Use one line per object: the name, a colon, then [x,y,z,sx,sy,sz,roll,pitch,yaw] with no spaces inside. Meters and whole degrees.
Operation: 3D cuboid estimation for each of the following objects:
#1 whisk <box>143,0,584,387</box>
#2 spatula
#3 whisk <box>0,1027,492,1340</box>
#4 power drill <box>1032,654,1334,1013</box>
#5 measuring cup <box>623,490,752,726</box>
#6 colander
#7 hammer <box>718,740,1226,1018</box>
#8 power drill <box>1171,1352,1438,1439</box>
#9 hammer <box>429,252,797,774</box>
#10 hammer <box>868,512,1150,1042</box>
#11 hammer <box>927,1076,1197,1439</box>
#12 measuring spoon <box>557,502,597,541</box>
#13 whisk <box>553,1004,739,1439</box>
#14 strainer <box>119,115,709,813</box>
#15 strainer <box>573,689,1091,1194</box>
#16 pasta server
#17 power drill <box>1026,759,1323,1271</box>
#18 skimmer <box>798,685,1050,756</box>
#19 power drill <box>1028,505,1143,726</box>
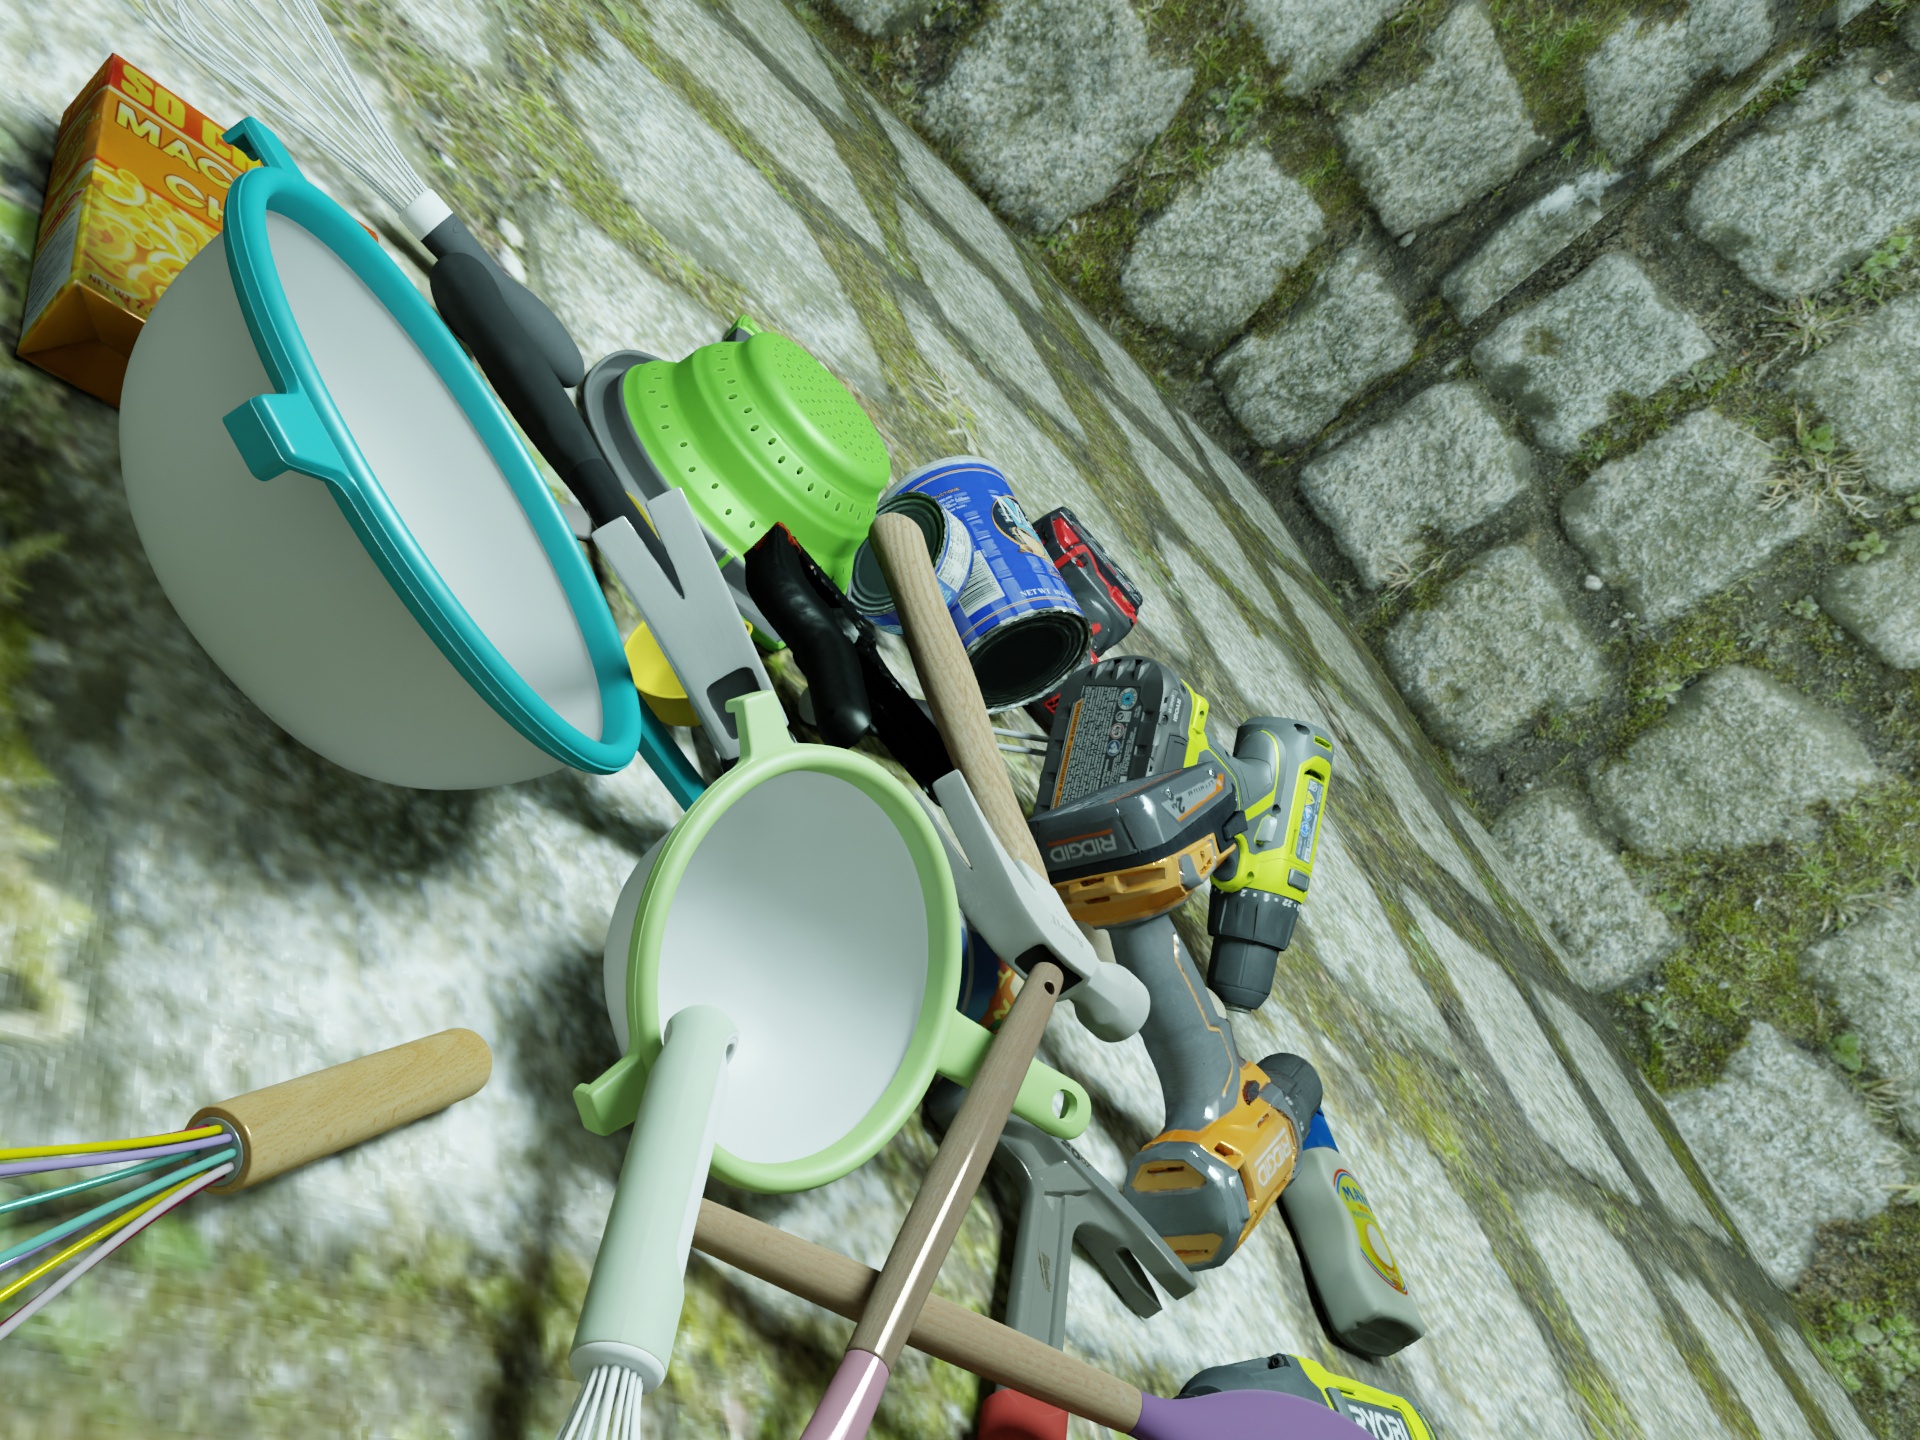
whisk: [-0.289,-0.277,0.788,0.284,0.070,0.070,48,19,-21]
spatula: [0.036,0.221,0.535,0.315,0.018,0.060,28,37,-13]
whisk: [-0.185,0.106,0.357,0.245,0.051,0.047,-3,78,-72]
power drill: [0.146,0.071,0.981,0.228,0.080,0.191,25,74,-45]
measuring cup: [-0.139,-0.055,0.737,0.029,0.062,0.157,82,-18,-47]
colander: [-0.112,-0.195,0.971,0.204,0.094,0.397,42,21,-26]
hammer: [0.023,0.089,0.845,0.410,0.038,0.146,35,17,-44]
power drill: [0.149,0.349,0.576,0.171,0.080,0.223,33,30,-42]
hammer: [-0.165,-0.113,0.681,0.335,0.035,0.146,52,-13,37]
hammer: [-0.001,-0.002,0.757,0.129,0.031,0.332,44,17,-38]
hammer: [0.025,0.265,0.541,0.149,0.036,0.359,48,19,-11]
measuring spoon: [-0.189,-0.100,0.742,0.034,0.018,0.124,56,19,14]
whisk: [-0.086,0.168,0.392,0.059,0.057,0.247,11,39,-3]
strainer: [-0.174,-0.019,0.552,0.340,0.095,0.211,62,1,-46]
strainer: [-0.042,0.108,0.593,0.256,0.069,0.151,39,61,-43]
pasta server: [-0.014,0.176,0.495,0.060,0.040,0.316,47,36,-10]
power drill: [0.124,0.140,0.819,0.185,0.084,0.226,-16,90,-59]
skimmer: [0.023,0.031,0.972,0.363,0.090,0.127,11,51,-47]
power drill: [0.065,-0.084,1.212,0.143,0.078,0.220,48,22,-7]
